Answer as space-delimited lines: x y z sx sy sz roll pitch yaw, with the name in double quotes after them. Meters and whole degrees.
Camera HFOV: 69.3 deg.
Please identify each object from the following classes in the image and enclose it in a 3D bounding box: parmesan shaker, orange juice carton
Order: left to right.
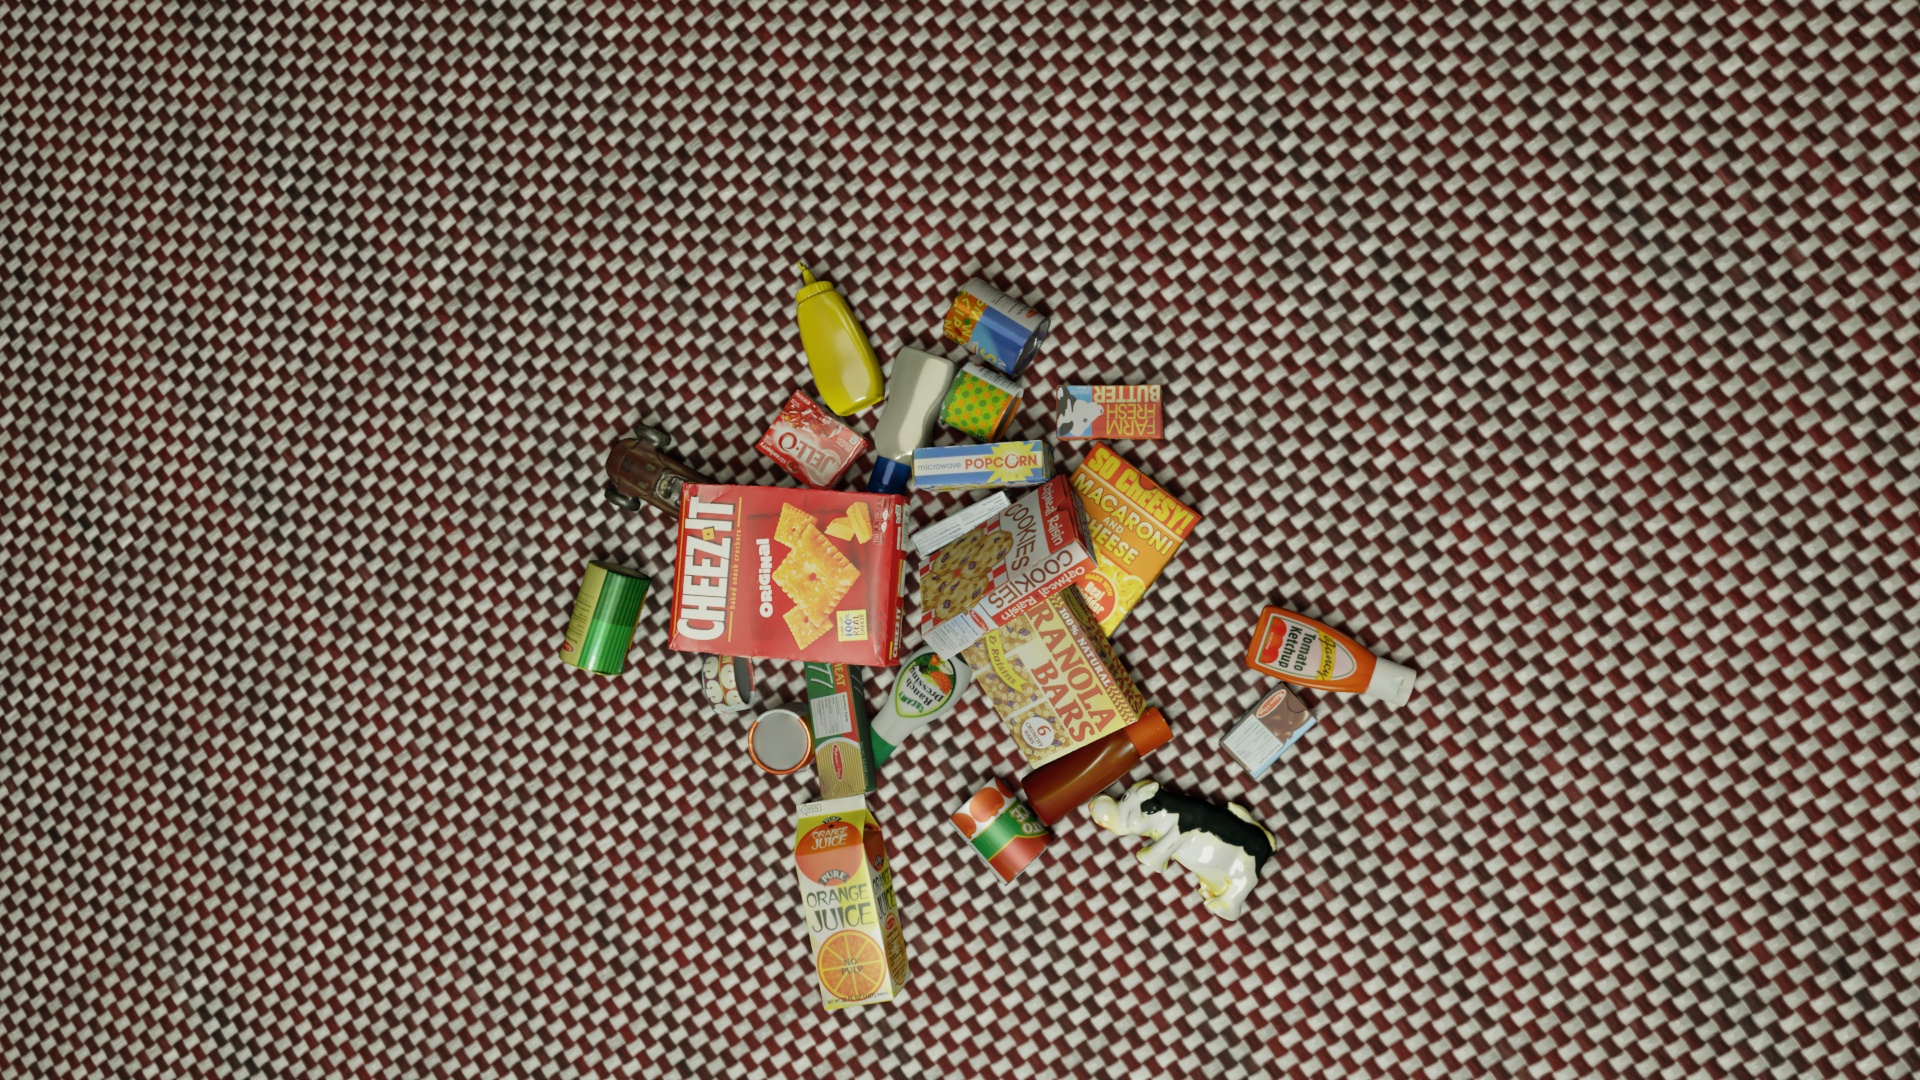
-0.358 0.078 1.407 0.071 0.071 0.103 18 92 10 "parmesan shaker"
-0.108 0.347 1.353 0.072 0.073 0.192 -13 86 10 "orange juice carton"

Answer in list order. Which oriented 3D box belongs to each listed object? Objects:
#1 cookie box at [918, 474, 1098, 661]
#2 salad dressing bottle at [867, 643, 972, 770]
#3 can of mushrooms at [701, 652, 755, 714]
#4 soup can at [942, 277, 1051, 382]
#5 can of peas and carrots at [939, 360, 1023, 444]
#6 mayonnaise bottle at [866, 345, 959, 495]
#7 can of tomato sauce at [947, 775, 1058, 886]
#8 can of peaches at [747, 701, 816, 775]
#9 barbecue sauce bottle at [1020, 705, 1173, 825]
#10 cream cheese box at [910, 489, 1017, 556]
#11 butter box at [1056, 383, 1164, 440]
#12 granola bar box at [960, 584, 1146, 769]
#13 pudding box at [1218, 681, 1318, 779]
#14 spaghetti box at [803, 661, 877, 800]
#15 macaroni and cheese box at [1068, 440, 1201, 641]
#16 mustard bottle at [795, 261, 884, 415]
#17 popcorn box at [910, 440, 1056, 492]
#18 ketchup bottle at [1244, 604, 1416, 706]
0.040 0.022 1.268 0.167 0.123 0.040 -32 117 15 "cookie box"
-0.051 0.163 1.360 0.064 0.044 0.147 43 99 10 "salad dressing bottle"
-0.231 0.136 1.383 0.033 0.071 0.071 -10 87 10 "can of mushrooms"
0.033 -0.204 1.341 0.084 0.071 0.071 32 95 10 "soup can"
0.020 -0.130 1.342 0.059 0.071 0.071 28 94 9 "can of peas and carrots"
-0.052 -0.113 1.368 0.065 0.041 0.148 21 94 15 "mayonnaise bottle"
0.040 0.276 1.330 0.071 0.071 0.083 -44 81 7 "can of tomato sauce"
-0.170 0.198 1.375 0.071 0.058 0.071 0 89 11 "can of peaches"
0.131 0.210 1.318 0.148 0.065 0.043 -32 108 0 "barbecue sauce bottle"
0.005 -0.017 1.349 0.104 0.053 0.024 -27 86 9 "cream cheese box"
0.144 -0.123 1.339 0.103 0.024 0.053 0 88 11 "butter box"
0.080 0.117 1.312 0.124 0.039 0.165 -31 92 27 "granola bar box"
0.288 0.178 1.303 0.050 0.030 0.083 45 97 9 "pudding box"
-0.125 0.125 1.359 0.050 0.028 0.250 -14 76 21 "spaghetti box"
0.132 0.007 1.330 0.124 0.040 0.166 38 97 9 "macaroni and cheese box"
-0.127 -0.205 1.379 0.065 0.049 0.160 -22 84 11 "mustard bottle"
0.023 -0.070 1.330 0.127 0.085 0.038 -3 87 11 "popcorn box"
0.343 0.111 1.288 0.149 0.043 0.064 19 91 10 "ketchup bottle"
